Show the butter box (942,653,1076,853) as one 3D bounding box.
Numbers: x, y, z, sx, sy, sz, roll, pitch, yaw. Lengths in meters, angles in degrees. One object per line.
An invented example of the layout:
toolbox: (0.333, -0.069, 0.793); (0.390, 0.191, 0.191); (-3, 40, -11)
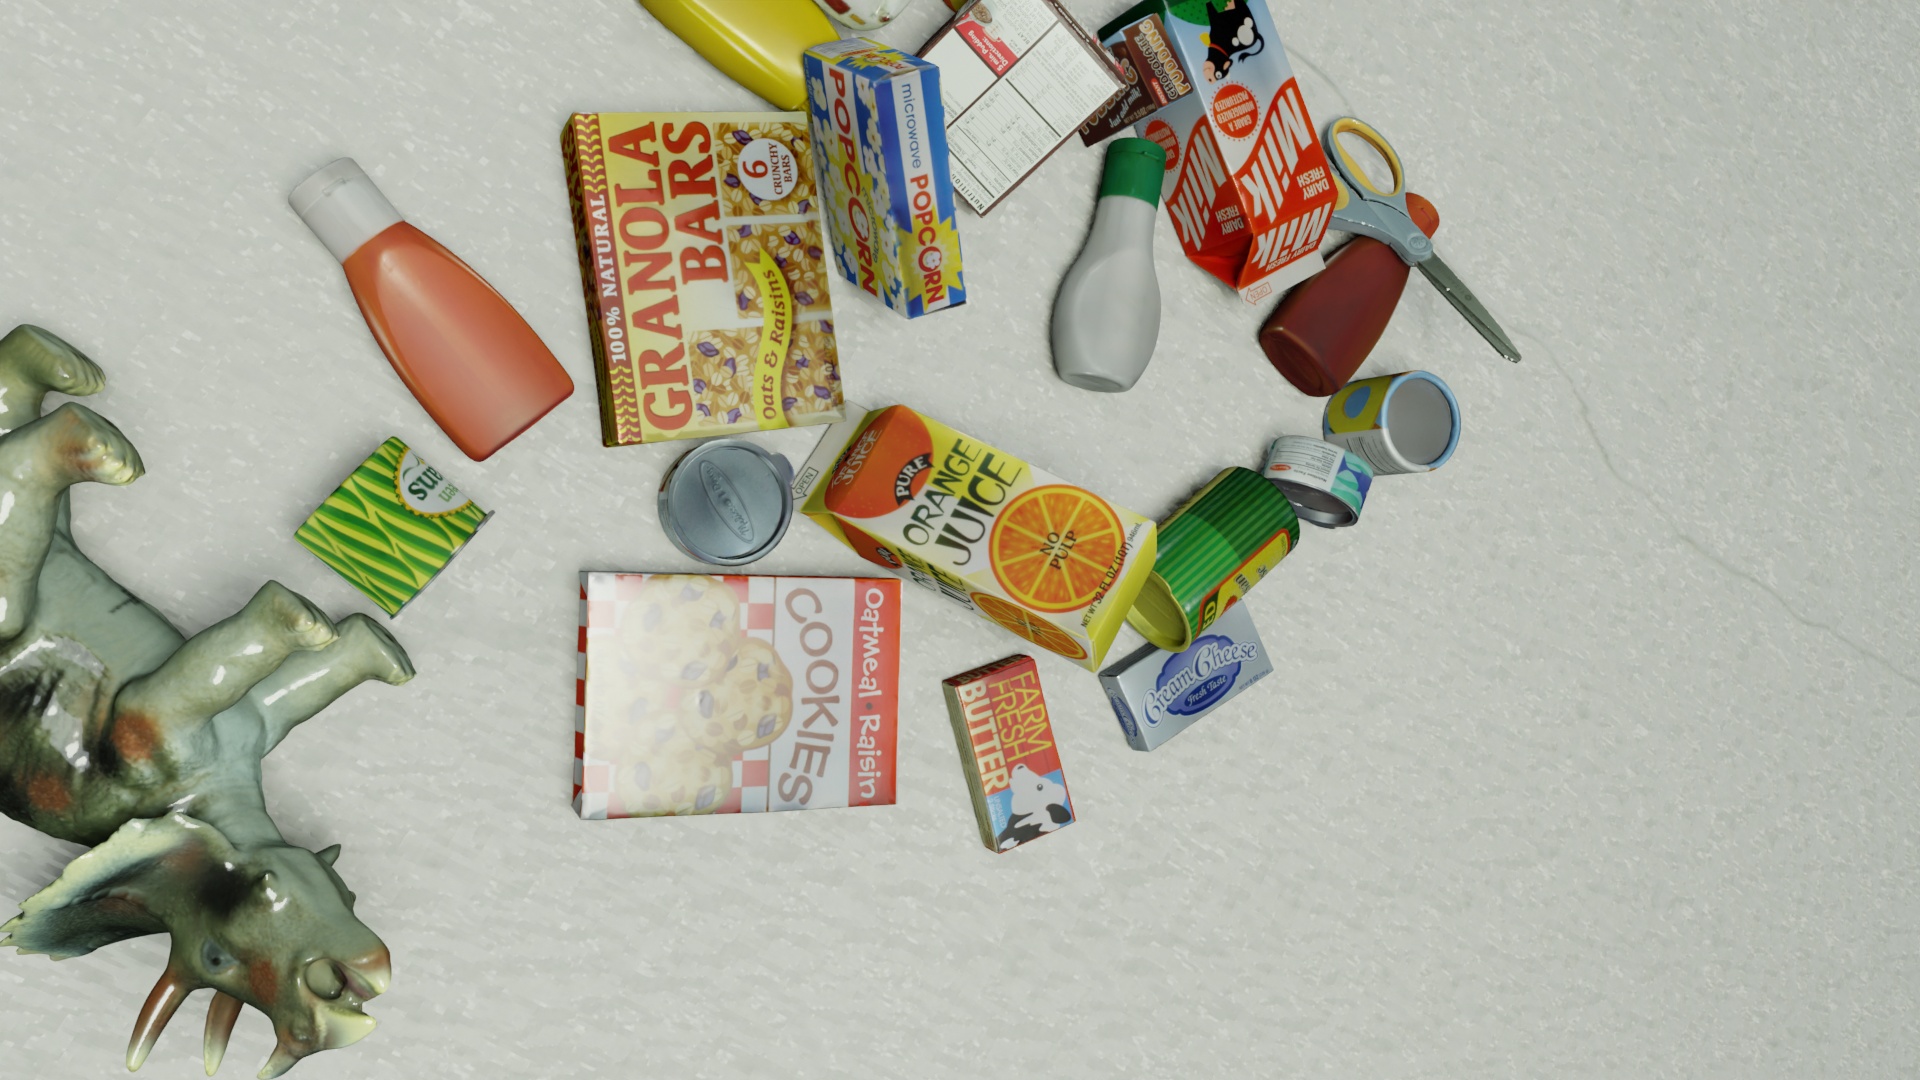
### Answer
butter box: (0.028, 0.122, 0.801); (0.053, 0.024, 0.103); (-17, 96, -23)

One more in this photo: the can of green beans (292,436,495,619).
can of green beans: (-0.265, -0.006, 0.648); (0.057, 0.071, 0.071); (44, 73, -17)

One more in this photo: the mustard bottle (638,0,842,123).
mustard bottle: (-0.104, -0.269, 0.736); (0.160, 0.048, 0.065); (41, 72, -19)

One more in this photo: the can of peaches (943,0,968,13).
can of peaches: (0.022, -0.333, 0.789); (0.071, 0.058, 0.071); (0, 90, -25)

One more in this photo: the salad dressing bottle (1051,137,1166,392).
salad dressing bottle: (0.093, -0.164, 0.827); (0.064, 0.044, 0.148); (14, 82, -23)

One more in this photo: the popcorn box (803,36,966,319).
popcorn box: (-0.039, -0.188, 0.719); (0.038, 0.085, 0.126); (-23, 126, -22)

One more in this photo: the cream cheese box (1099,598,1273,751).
cream cheese box: (0.139, 0.081, 0.852); (0.104, 0.024, 0.053); (-29, 99, -22)

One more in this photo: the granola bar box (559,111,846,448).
granola bar box: (-0.133, -0.136, 0.725); (0.124, 0.039, 0.165); (-8, 93, -25)

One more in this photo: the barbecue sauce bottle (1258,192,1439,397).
barbecue sauce bottle: (0.258, -0.164, 0.900); (0.065, 0.043, 0.149); (45, 72, -14)

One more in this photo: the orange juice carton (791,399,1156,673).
orange juice carton: (0.003, -0.009, 0.739); (0.193, 0.073, 0.072); (26, 76, 15)

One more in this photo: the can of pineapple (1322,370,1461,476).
can of pineapple: (0.280, -0.076, 0.900); (0.071, 0.058, 0.071); (1, 89, -24)

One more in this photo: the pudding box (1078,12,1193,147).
pudding box: (0.093, -0.266, 0.806); (0.030, 0.083, 0.049); (-33, 102, -21)

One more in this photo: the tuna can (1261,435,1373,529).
tuna can: (0.223, -0.036, 0.871); (0.071, 0.071, 0.033); (28, 77, -21)

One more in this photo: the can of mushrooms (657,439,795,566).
can of mushrooms: (-0.122, -0.021, 0.731); (0.071, 0.033, 0.071); (1, 88, -24)

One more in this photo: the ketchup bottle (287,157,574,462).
ketchup bottle: (-0.256, -0.112, 0.667); (0.065, 0.043, 0.148); (-42, 105, -20)

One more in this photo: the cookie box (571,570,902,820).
cookie box: (-0.115, 0.079, 0.729); (0.168, 0.040, 0.123); (2, 88, -23)

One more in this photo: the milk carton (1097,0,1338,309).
milk carton: (0.163, -0.241, 0.843); (0.072, 0.073, 0.190); (-29, 101, -22)

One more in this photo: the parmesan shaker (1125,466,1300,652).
parmesan shaker: (0.146, 0.009, 0.829); (0.103, 0.071, 0.071); (-38, 104, -22)
